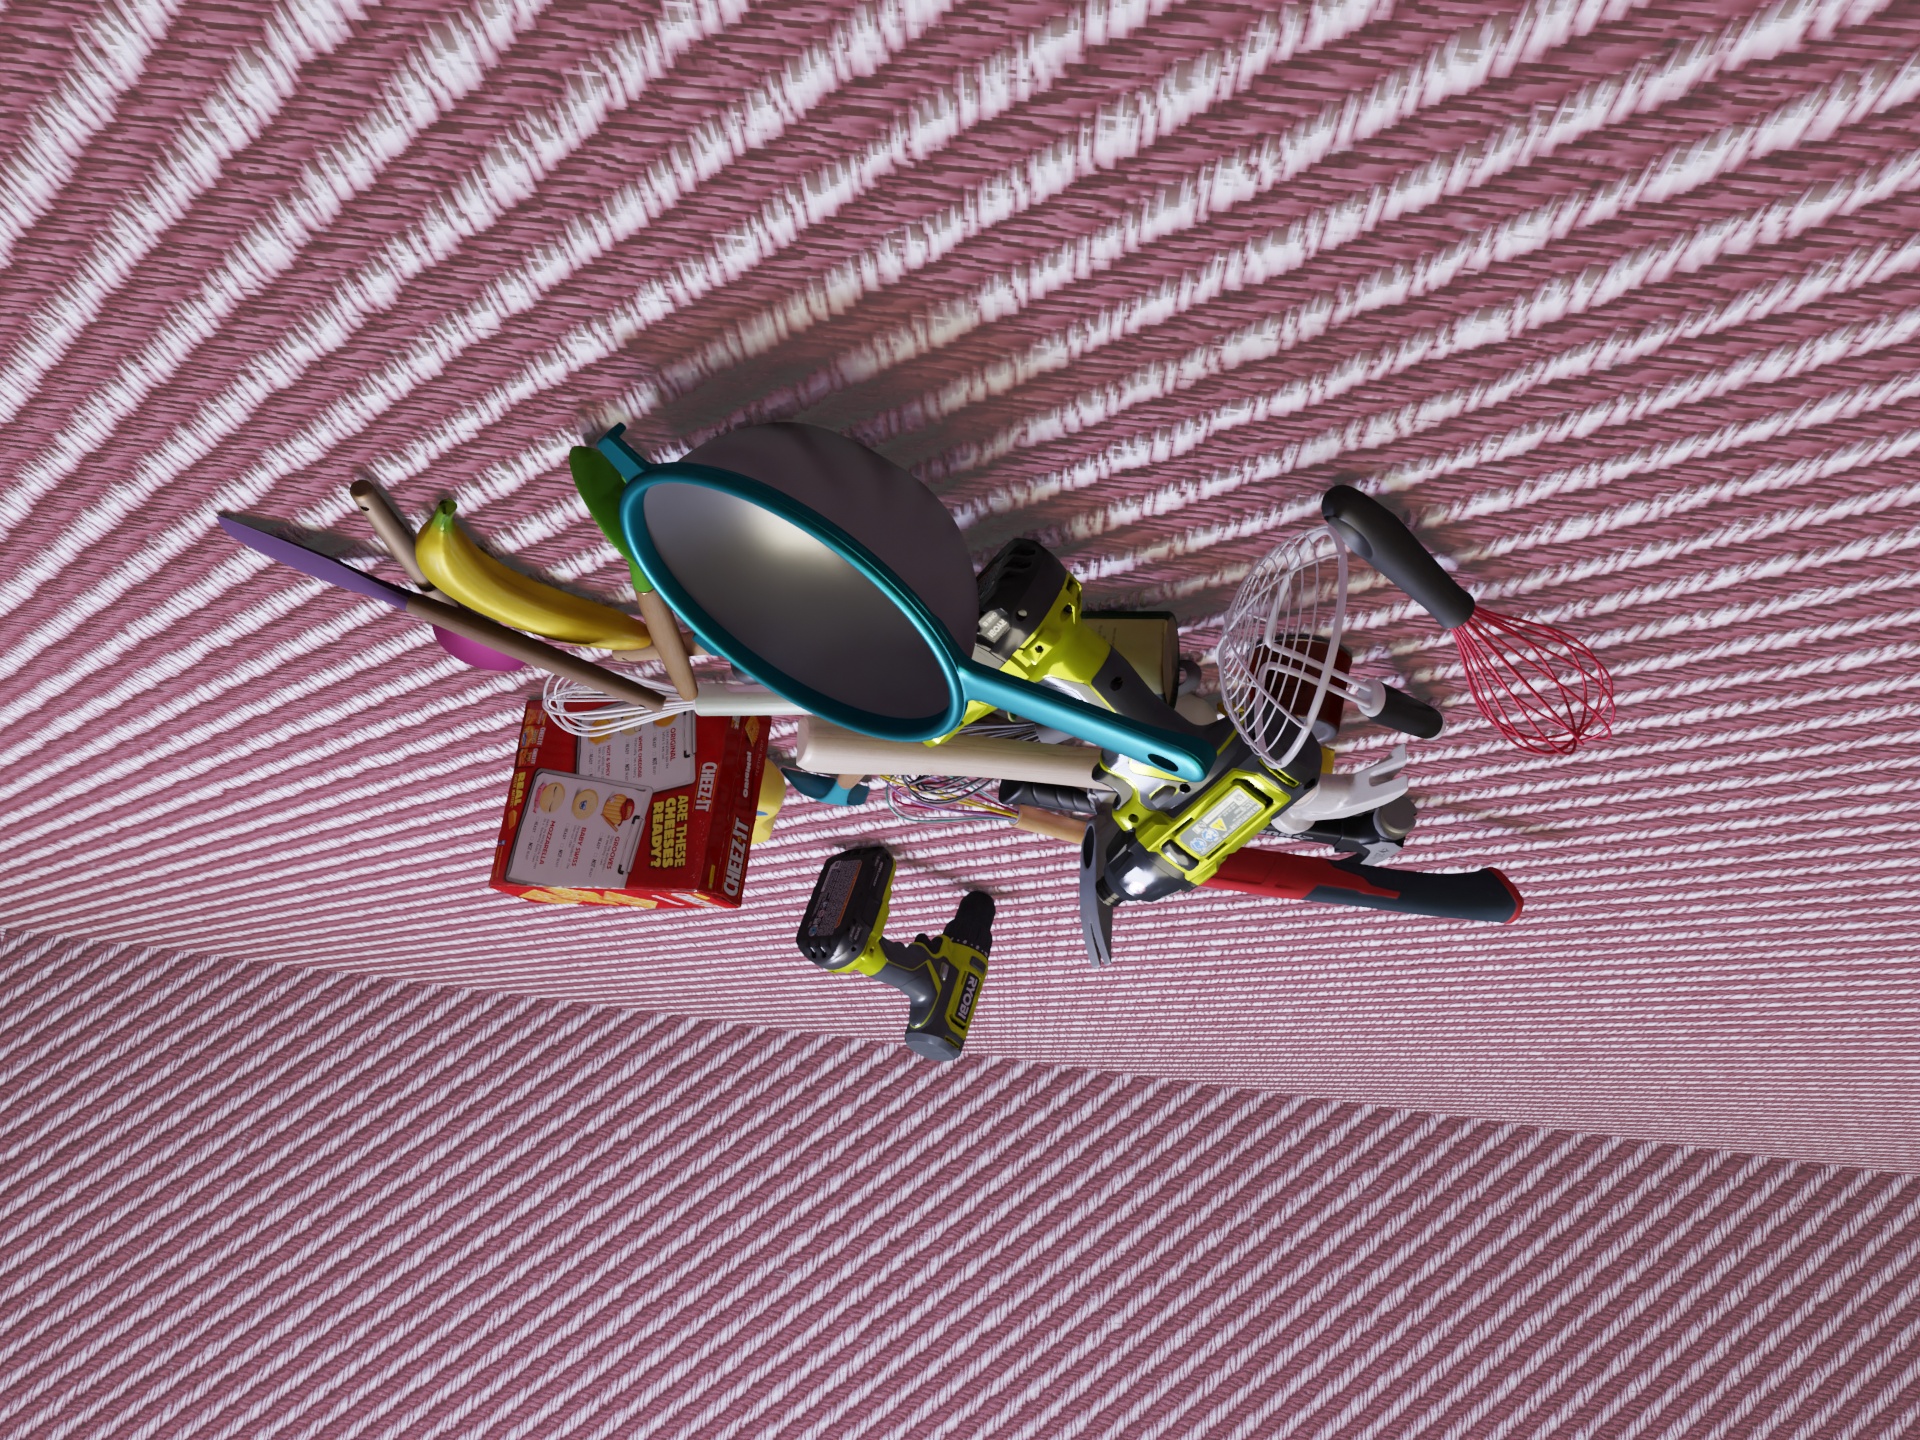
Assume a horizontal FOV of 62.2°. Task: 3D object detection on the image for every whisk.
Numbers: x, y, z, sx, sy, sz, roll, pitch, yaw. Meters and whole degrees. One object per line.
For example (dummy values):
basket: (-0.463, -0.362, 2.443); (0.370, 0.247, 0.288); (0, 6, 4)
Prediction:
whisk: (0.032, 0.080, 1.399); (0.244, 0.051, 0.047); (17, 153, -33)
whisk: (-0.207, -0.017, 1.219); (0.246, 0.059, 0.058); (-1, -164, 13)
whisk: (0.058, 0.004, 1.108); (0.239, 0.055, 0.055); (-21, 149, 24)
whisk: (0.289, -0.053, 0.895); (0.073, 0.073, 0.295); (-11, 147, 44)

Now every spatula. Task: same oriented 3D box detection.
spatula: (-0.350, -0.070, 1.081); (0.316, 0.018, 0.059); (22, 163, -5)
spatula: (-0.087, 0.031, 1.279); (0.082, 0.044, 0.317); (13, 163, -11)

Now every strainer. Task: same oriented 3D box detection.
strainer: (-0.013, -0.066, 0.821); (0.340, 0.095, 0.210); (22, 154, 21)

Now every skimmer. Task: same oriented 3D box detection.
skimmer: (0.244, -0.019, 0.925); (0.090, 0.127, 0.363); (9, 177, 36)

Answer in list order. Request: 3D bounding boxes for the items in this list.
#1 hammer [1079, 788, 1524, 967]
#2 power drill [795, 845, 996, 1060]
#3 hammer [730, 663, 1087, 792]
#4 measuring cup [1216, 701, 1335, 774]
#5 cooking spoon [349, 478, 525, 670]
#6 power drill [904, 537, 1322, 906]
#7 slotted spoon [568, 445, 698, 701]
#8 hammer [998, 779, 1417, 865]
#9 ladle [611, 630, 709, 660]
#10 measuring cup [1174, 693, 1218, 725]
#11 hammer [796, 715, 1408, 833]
hammer: (0.273, 0.139, 1.242); (0.386, 0.143, 0.038); (9, 164, -19)
power drill: (-0.054, 0.229, 1.688); (0.080, 0.191, 0.228); (-10, 140, 42)
hammer: (-0.002, -0.004, 1.186); (0.331, 0.031, 0.130); (23, 156, -38)
measuring cup: (0.226, 0.023, 1.169); (0.062, 0.029, 0.156); (-6, 158, 35)
cooking spoon: (-0.364, -0.089, 1.105); (0.069, 0.017, 0.318); (7, 161, 1)
power drill: (0.077, 0.012, 0.949); (0.223, 0.080, 0.171); (37, 123, -11)
slotted spoon: (-0.193, -0.077, 0.993); (0.031, 0.070, 0.313); (-19, 160, -8)
hammer: (0.198, 0.079, 1.337); (0.335, 0.035, 0.146); (8, 160, 1)
ladle: (-0.140, -0.066, 1.067); (0.320, 0.062, 0.078); (-3, 156, 46)
measuring cup: (0.128, 0.015, 1.178); (0.083, 0.038, 0.167); (16, 160, -23)
hammer: (0.095, 0.030, 1.055); (0.410, 0.038, 0.146); (6, 163, -21)
